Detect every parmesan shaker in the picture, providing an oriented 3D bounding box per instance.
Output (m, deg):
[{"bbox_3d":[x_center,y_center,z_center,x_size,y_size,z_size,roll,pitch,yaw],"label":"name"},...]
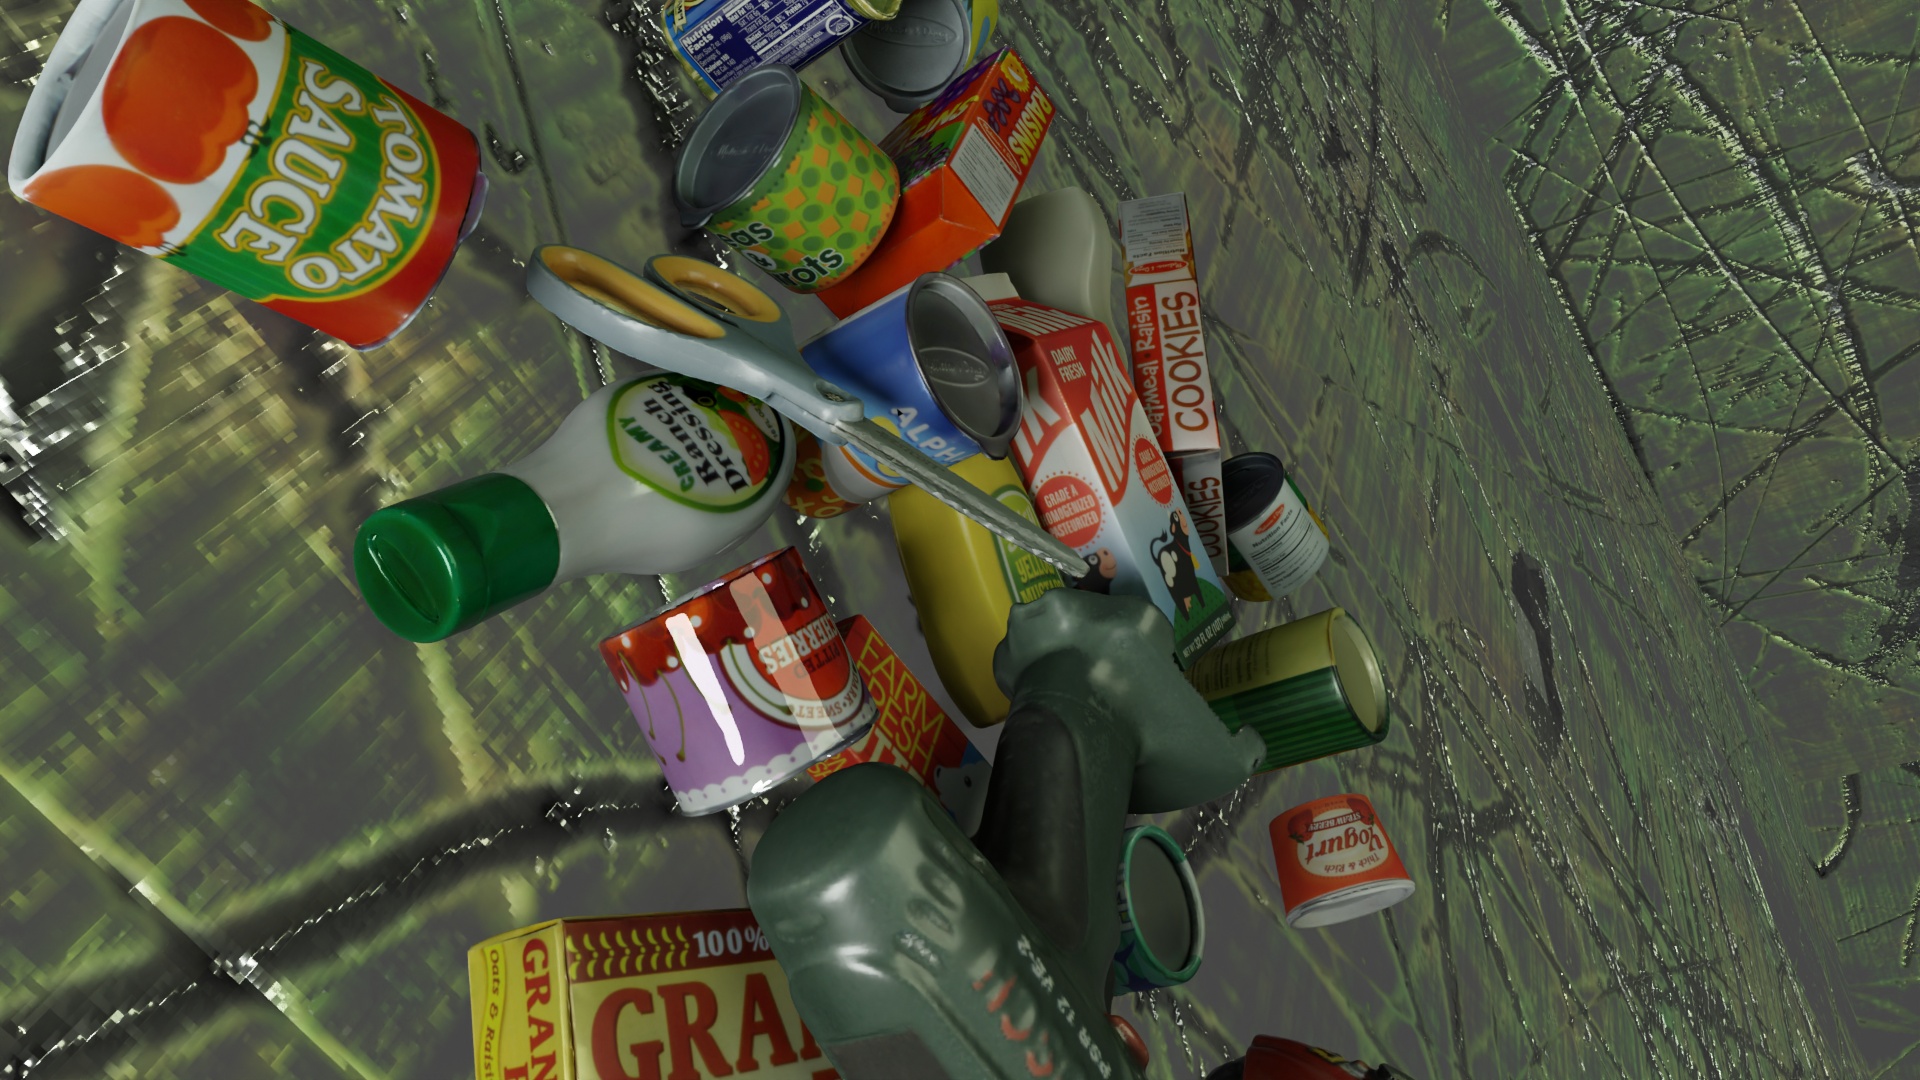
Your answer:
[{"bbox_3d":[0.144,0.080,0.667,0.071,0.103,0.071,34,45,-42],"label":"parmesan shaker"}]

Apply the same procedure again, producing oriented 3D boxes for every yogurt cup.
[{"bbox_3d":[0.196,0.167,0.728,0.072,0.072,0.054,23,45,-48],"label":"yogurt cup"}]

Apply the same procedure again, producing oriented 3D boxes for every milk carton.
[{"bbox_3d":[0.043,-0.029,0.613,0.072,0.073,0.190,-24,91,-58],"label":"milk carton"}]

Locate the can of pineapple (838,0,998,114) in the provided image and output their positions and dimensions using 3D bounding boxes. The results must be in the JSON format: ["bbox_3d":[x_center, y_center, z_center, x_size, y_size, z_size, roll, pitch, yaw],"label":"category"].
[{"bbox_3d":[-0.020,-0.250,0.668,0.071,0.071,0.058,53,34,-22],"label":"can of pineapple"}]

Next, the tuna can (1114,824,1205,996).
[{"bbox_3d":[0.071,0.153,0.579,0.071,0.032,0.071,34,44,-42],"label":"tuna can"}]

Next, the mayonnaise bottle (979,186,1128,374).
[{"bbox_3d":[0.051,-0.095,0.681,0.041,0.064,0.148,13,64,-62],"label":"mayonnaise bottle"}]

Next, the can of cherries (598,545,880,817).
[{"bbox_3d":[-0.064,0.040,0.414,0.072,0.071,0.058,-32,98,-58],"label":"can of cherries"}]

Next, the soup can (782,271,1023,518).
[{"bbox_3d":[-0.029,-0.049,0.510,0.071,0.083,0.071,33,45,-42],"label":"soup can"}]

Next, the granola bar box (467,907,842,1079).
[{"bbox_3d":[-0.050,0.166,0.386,0.165,0.039,0.124,15,58,-52],"label":"granola bar box"}]

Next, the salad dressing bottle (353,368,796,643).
[{"bbox_3d":[-0.106,-0.012,0.408,0.064,0.043,0.148,50,32,3],"label":"salad dressing bottle"}]

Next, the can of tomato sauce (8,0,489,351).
[{"bbox_3d":[-0.172,-0.093,0.340,0.083,0.071,0.071,27,50,-45],"label":"can of tomato sauce"}]

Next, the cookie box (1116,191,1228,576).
[{"bbox_3d":[0.112,-0.079,0.735,0.122,0.040,0.168,69,18,-56],"label":"cookie box"}]

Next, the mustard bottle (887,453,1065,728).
[{"bbox_3d":[0.002,-0.007,0.562,0.065,0.048,0.160,-13,82,-61],"label":"mustard bottle"}]

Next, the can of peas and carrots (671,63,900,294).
[{"bbox_3d":[-0.066,-0.133,0.526,0.058,0.071,0.071,33,46,-43],"label":"can of peas and carrots"}]

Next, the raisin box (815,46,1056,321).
[{"bbox_3d":[-0.013,-0.153,0.596,0.040,0.086,0.124,47,37,-22],"label":"raisin box"}]

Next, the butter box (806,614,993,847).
[{"bbox_3d":[-0.021,0.080,0.496,0.103,0.024,0.053,52,34,-24],"label":"butter box"}]

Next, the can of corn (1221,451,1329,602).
[{"bbox_3d":[0.167,-0.008,0.793,0.058,0.071,0.071,49,36,-28],"label":"can of corn"}]
